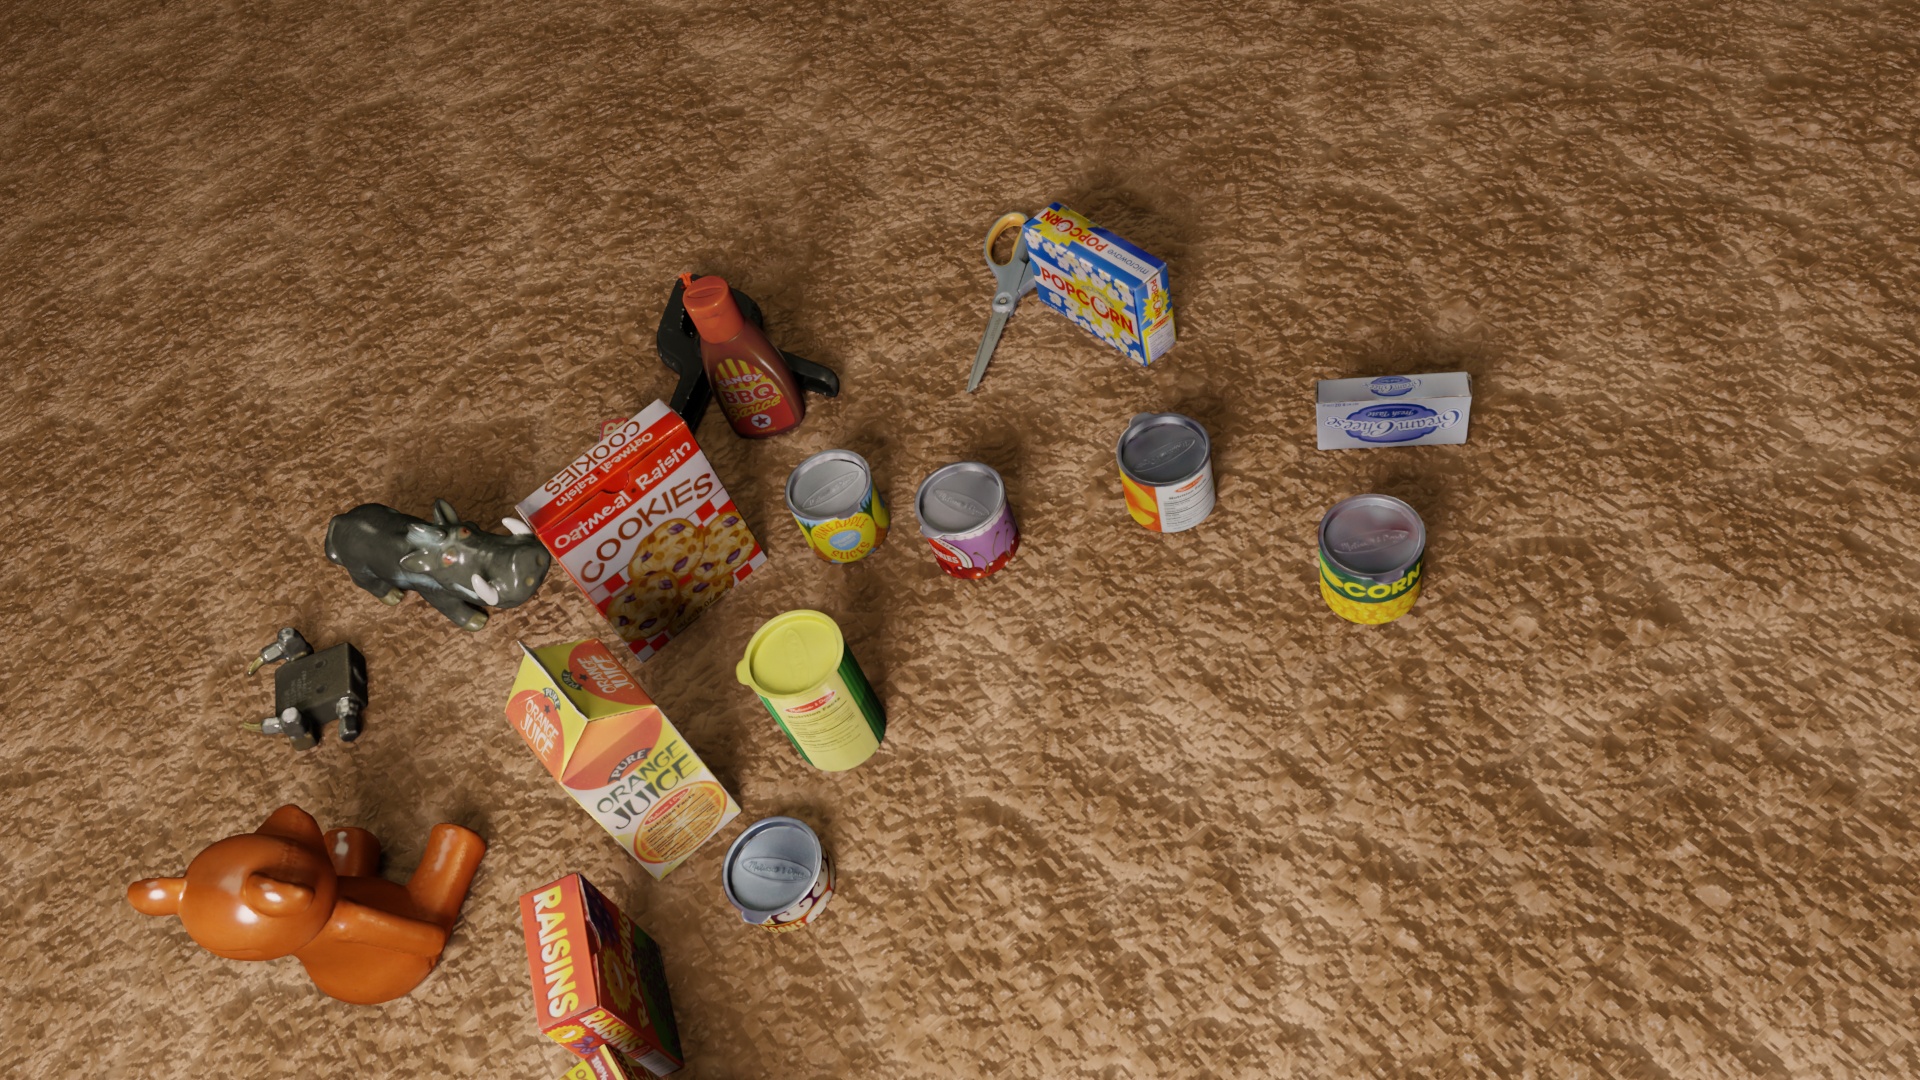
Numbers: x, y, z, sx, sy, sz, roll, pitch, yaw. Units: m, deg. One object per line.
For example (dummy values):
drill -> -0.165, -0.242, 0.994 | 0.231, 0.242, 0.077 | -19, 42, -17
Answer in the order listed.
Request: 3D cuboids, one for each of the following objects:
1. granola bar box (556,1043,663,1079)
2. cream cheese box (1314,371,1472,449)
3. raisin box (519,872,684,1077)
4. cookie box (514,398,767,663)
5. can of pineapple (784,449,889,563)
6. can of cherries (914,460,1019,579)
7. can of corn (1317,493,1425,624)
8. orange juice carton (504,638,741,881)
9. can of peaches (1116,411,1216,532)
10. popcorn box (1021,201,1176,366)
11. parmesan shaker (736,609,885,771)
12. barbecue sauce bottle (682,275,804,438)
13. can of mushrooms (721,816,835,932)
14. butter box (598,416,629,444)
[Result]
granola bar box -> -0.140, 0.355, 0.725 | 0.039, 0.123, 0.166 | -36, 53, -11
cream cheese box -> 0.303, -0.090, 0.976 | 0.104, 0.053, 0.024 | -2, 54, 14
raisin box -> -0.209, 0.260, 0.815 | 0.040, 0.123, 0.086 | -23, 52, -1
cookie box -> -0.220, -0.003, 0.986 | 0.123, 0.166, 0.040 | -41, 54, -15
can of pineapple -> -0.090, -0.024, 1.034 | 0.071, 0.057, 0.071 | -8, 53, 10
can of cherries -> 0.004, -0.013, 0.999 | 0.071, 0.058, 0.072 | -8, 53, 10
can of corn -> 0.268, 0.015, 0.905 | 0.071, 0.058, 0.071 | -8, 53, 10
orange juice carton -> -0.215, 0.131, 0.869 | 0.073, 0.191, 0.072 | -40, 54, -14
can of peaches -> 0.146, -0.049, 0.987 | 0.071, 0.057, 0.071 | -8, 53, 10
popcorn box -> 0.110, -0.202, 1.093 | 0.038, 0.085, 0.127 | -41, 54, -15
parmesan shaker -> -0.096, 0.101, 0.915 | 0.071, 0.102, 0.071 | -8, 53, 10
barbecue sauce bottle -> -0.173, -0.142, 1.088 | 0.065, 0.148, 0.044 | -10, 53, 9
can of mushrooms -> -0.116, 0.214, 0.880 | 0.071, 0.033, 0.071 | -8, 53, 10
butter box -> -0.268, -0.043, 1.101 | 0.024, 0.053, 0.104 | -11, 52, 8
